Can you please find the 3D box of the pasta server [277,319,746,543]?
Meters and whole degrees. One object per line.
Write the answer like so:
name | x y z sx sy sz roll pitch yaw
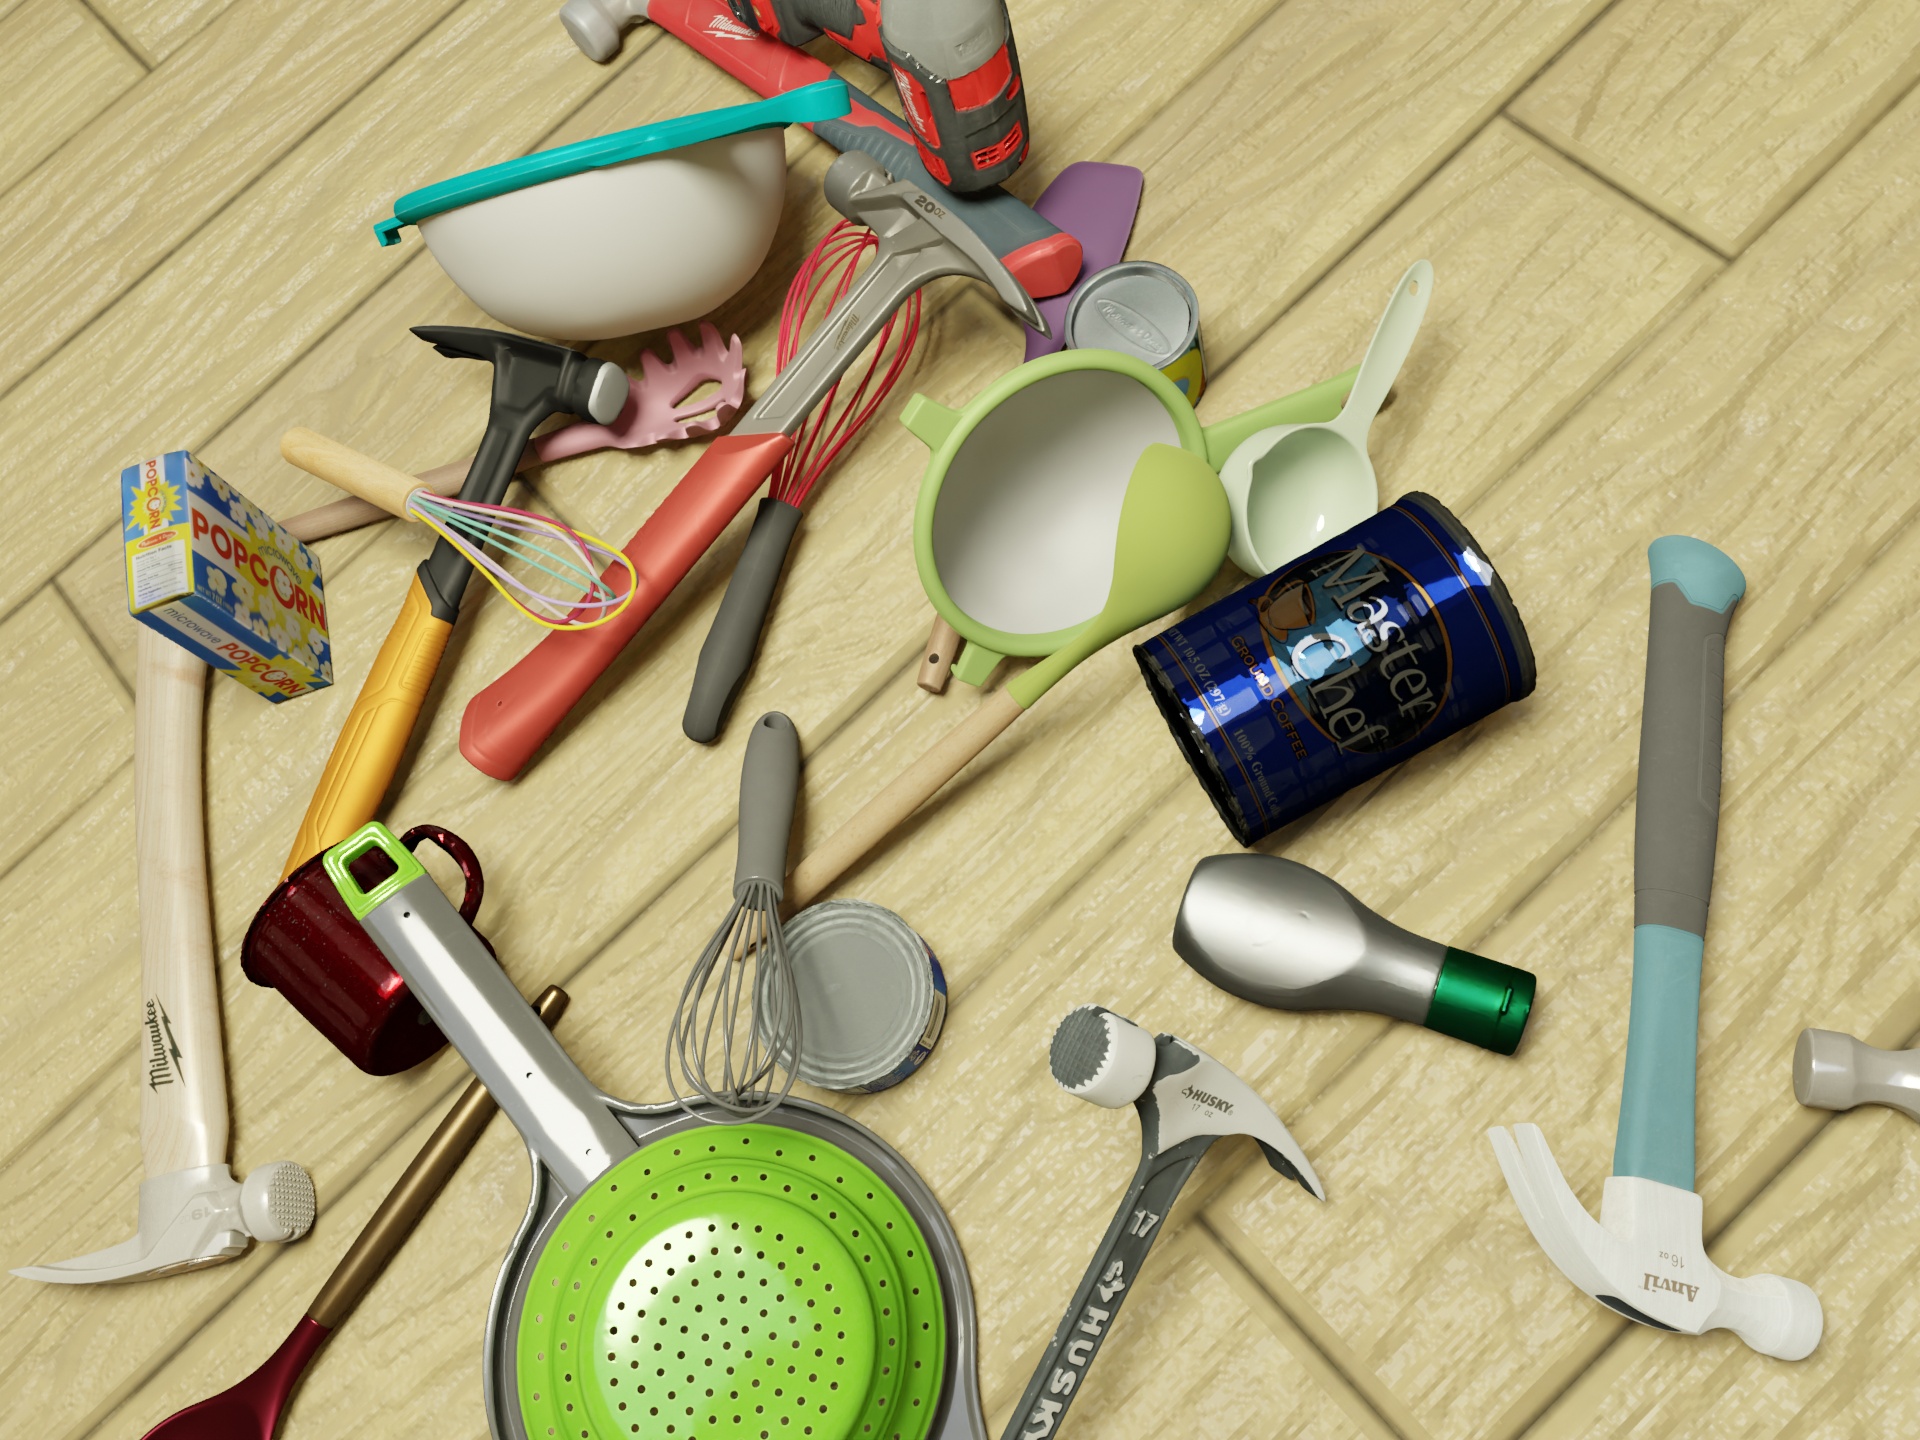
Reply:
pasta server | -0.260 -0.144 0.877 0.316 0.040 0.060 -16 72 9

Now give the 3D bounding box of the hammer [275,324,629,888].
hammer | -0.289 -0.047 0.830 0.127 0.034 0.337 17 81 20

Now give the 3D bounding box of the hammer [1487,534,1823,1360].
hammer | 0.293 0.075 0.653 0.128 0.033 0.331 16 69 -7

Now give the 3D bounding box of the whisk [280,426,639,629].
whisk | -0.258 -0.100 0.791 0.245 0.051 0.047 25 91 26

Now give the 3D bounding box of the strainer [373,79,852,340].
strainer | -0.139 -0.240 0.777 0.211 0.095 0.341 -26 23 -29

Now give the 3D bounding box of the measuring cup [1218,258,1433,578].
measuring cup | 0.174 -0.141 0.747 0.038 0.083 0.167 19 82 62

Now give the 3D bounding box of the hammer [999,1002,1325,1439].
hammer | 0.010 0.315 0.618 0.036 0.149 0.409 23 85 56

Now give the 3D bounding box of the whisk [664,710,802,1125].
whisk | -0.093 0.077 0.709 0.055 0.055 0.239 -12 40 9

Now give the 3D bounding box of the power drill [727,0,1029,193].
power drill | -0.051 -0.376 0.805 0.078 0.143 0.220 -37 61 -7

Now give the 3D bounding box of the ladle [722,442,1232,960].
ladle | -0.001 -0.002 0.735 0.320 0.078 0.062 -42 70 11

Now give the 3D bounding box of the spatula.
spatula | 0.029 -0.160 0.823 0.060 0.018 0.316 12 73 18

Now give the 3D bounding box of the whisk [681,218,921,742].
whisk | -0.085 -0.127 0.820 0.073 0.073 0.296 15 80 18

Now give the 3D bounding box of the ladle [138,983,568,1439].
ladle | -0.285 0.257 0.745 0.069 0.031 0.315 31 78 21

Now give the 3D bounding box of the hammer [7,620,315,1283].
hammer | -0.423 0.079 0.837 0.146 0.038 0.411 -17 67 9

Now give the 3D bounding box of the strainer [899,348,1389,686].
strainer | 0.084 -0.130 0.766 0.256 0.151 0.069 -23 37 -15

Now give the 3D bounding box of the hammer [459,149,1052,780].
hammer | -0.118 -0.103 0.778 0.359 0.036 0.149 -48 61 10

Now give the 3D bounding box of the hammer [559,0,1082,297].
hammer | -0.065 -0.359 0.900 0.143 0.038 0.387 -45 64 -7

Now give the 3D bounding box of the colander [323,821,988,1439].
colander | -0.144 0.187 0.648 0.204 0.094 0.397 -38 78 -17

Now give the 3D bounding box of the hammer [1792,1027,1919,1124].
hammer | 0.426 0.005 0.660 0.130 0.031 0.331 7 72 16
